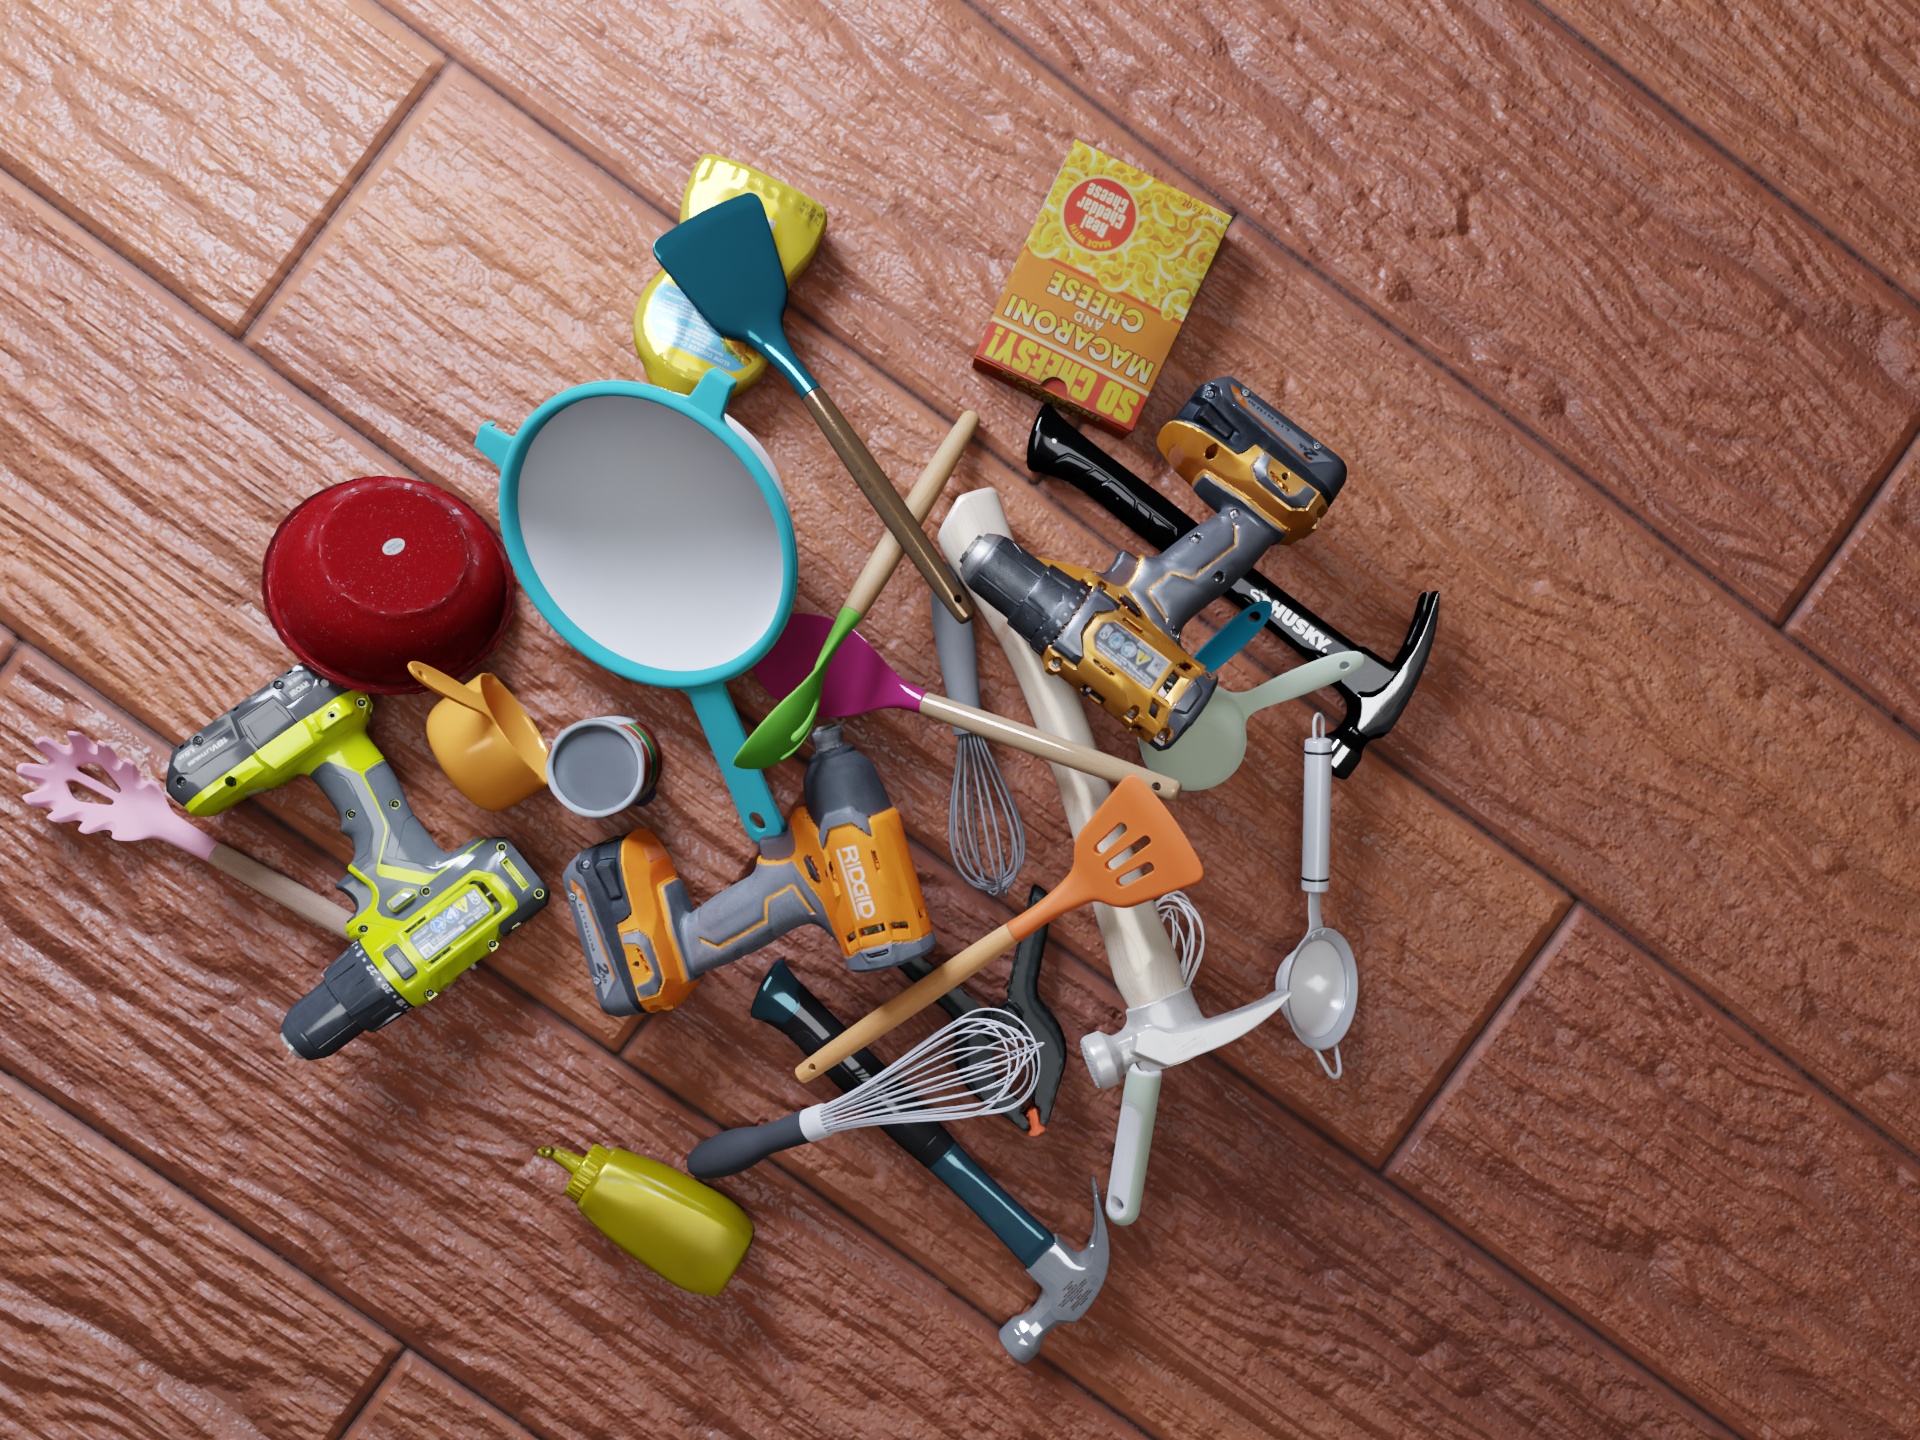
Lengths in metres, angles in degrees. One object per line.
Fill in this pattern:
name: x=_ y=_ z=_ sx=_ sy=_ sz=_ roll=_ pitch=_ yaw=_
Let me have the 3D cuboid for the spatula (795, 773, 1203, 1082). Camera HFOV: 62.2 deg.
spatula: x=0.013 y=0.154 z=1.052 sx=0.322 sy=0.041 sz=0.081 roll=-36 pitch=81 yaw=14

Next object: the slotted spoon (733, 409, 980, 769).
slotted spoon: x=-0.059 y=-0.091 z=1.057 sx=0.031 sy=0.070 sz=0.314 roll=29 pitch=65 yaw=0

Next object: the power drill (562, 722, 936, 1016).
power drill: x=-0.143 y=0.102 z=1.064 sx=0.226 sy=0.084 sz=0.164 roll=-15 pitch=93 yaw=13

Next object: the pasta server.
pasta server: x=-0.488 y=0.104 z=1.089 sx=0.316 sy=0.040 sz=0.060 roll=31 pitch=79 yaw=-5

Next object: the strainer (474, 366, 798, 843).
strainer: x=-0.172 y=-0.079 z=1.080 sx=0.211 sy=0.095 sz=0.340 roll=-7 pitch=117 yaw=24

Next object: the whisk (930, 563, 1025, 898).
whisk: x=0.008 y=0.007 z=1.117 sx=0.055 sy=0.055 sz=0.239 roll=-9 pitch=88 yaw=-3

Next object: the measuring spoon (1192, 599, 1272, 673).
measuring spoon: x=0.169 y=-0.043 z=1.116 sx=0.042 sy=0.021 sz=0.128 roll=39 pitch=112 yaw=-18

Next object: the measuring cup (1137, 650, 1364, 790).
measuring cup: x=0.201 y=-0.004 z=1.098 sx=0.167 sy=0.038 sz=0.083 roll=-24 pitch=115 yaw=18

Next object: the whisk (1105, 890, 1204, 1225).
whisk: x=0.132 y=0.241 z=1.130 sx=0.059 sy=0.058 sz=0.246 roll=2 pitch=98 yaw=-48

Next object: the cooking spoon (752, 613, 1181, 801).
cooking spoon: x=-0.002 y=-0.003 z=1.071 sx=0.319 sy=0.017 sz=0.069 roll=20 pitch=94 yaw=20

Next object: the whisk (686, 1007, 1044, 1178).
whisk: x=-0.069 y=0.263 z=1.077 sx=0.284 sy=0.070 sz=0.070 roll=-24 pitch=94 yaw=21

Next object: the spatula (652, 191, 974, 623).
spatula: x=-0.083 y=-0.197 z=1.042 sx=0.082 sy=0.044 sz=0.317 roll=-33 pitch=84 yaw=-16

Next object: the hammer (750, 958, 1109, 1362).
hammer: x=-0.025 y=0.298 z=1.125 sx=0.128 sy=0.033 sz=0.331 roll=-45 pitch=93 yaw=4

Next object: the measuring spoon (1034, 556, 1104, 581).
measuring spoon: x=0.071 y=-0.097 z=1.089 sx=0.116 sy=0.011 sz=0.021 roll=6 pitch=65 yaw=-25

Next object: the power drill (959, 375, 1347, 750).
power drill: x=0.125 y=-0.119 z=1.052 sx=0.185 sy=0.084 sz=0.226 roll=37 pitch=78 yaw=0

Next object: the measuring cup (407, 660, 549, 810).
measuring cup: x=-0.328 y=0.006 z=1.033 sx=0.052 sy=0.173 sz=0.095 roll=-33 pitch=68 yaw=2

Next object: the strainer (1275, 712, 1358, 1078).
strainer: x=0.249 y=0.122 z=1.123 sx=0.086 sy=0.050 sz=0.258 roll=-6 pitch=99 yaw=-42

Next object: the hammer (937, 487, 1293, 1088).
hammer: x=0.089 y=0.033 z=1.087 sx=0.146 sy=0.038 sz=0.411 roll=-20 pitch=86 yaw=-5

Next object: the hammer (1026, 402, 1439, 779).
hammer: x=0.186 y=-0.114 z=1.127 sx=0.334 sy=0.035 sz=0.146 roll=37 pitch=90 yaw=-4

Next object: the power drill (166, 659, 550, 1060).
power drill: x=-0.416 y=0.093 z=1.061 sx=0.190 sy=0.080 sz=0.228 roll=-38 pitch=94 yaw=-14
